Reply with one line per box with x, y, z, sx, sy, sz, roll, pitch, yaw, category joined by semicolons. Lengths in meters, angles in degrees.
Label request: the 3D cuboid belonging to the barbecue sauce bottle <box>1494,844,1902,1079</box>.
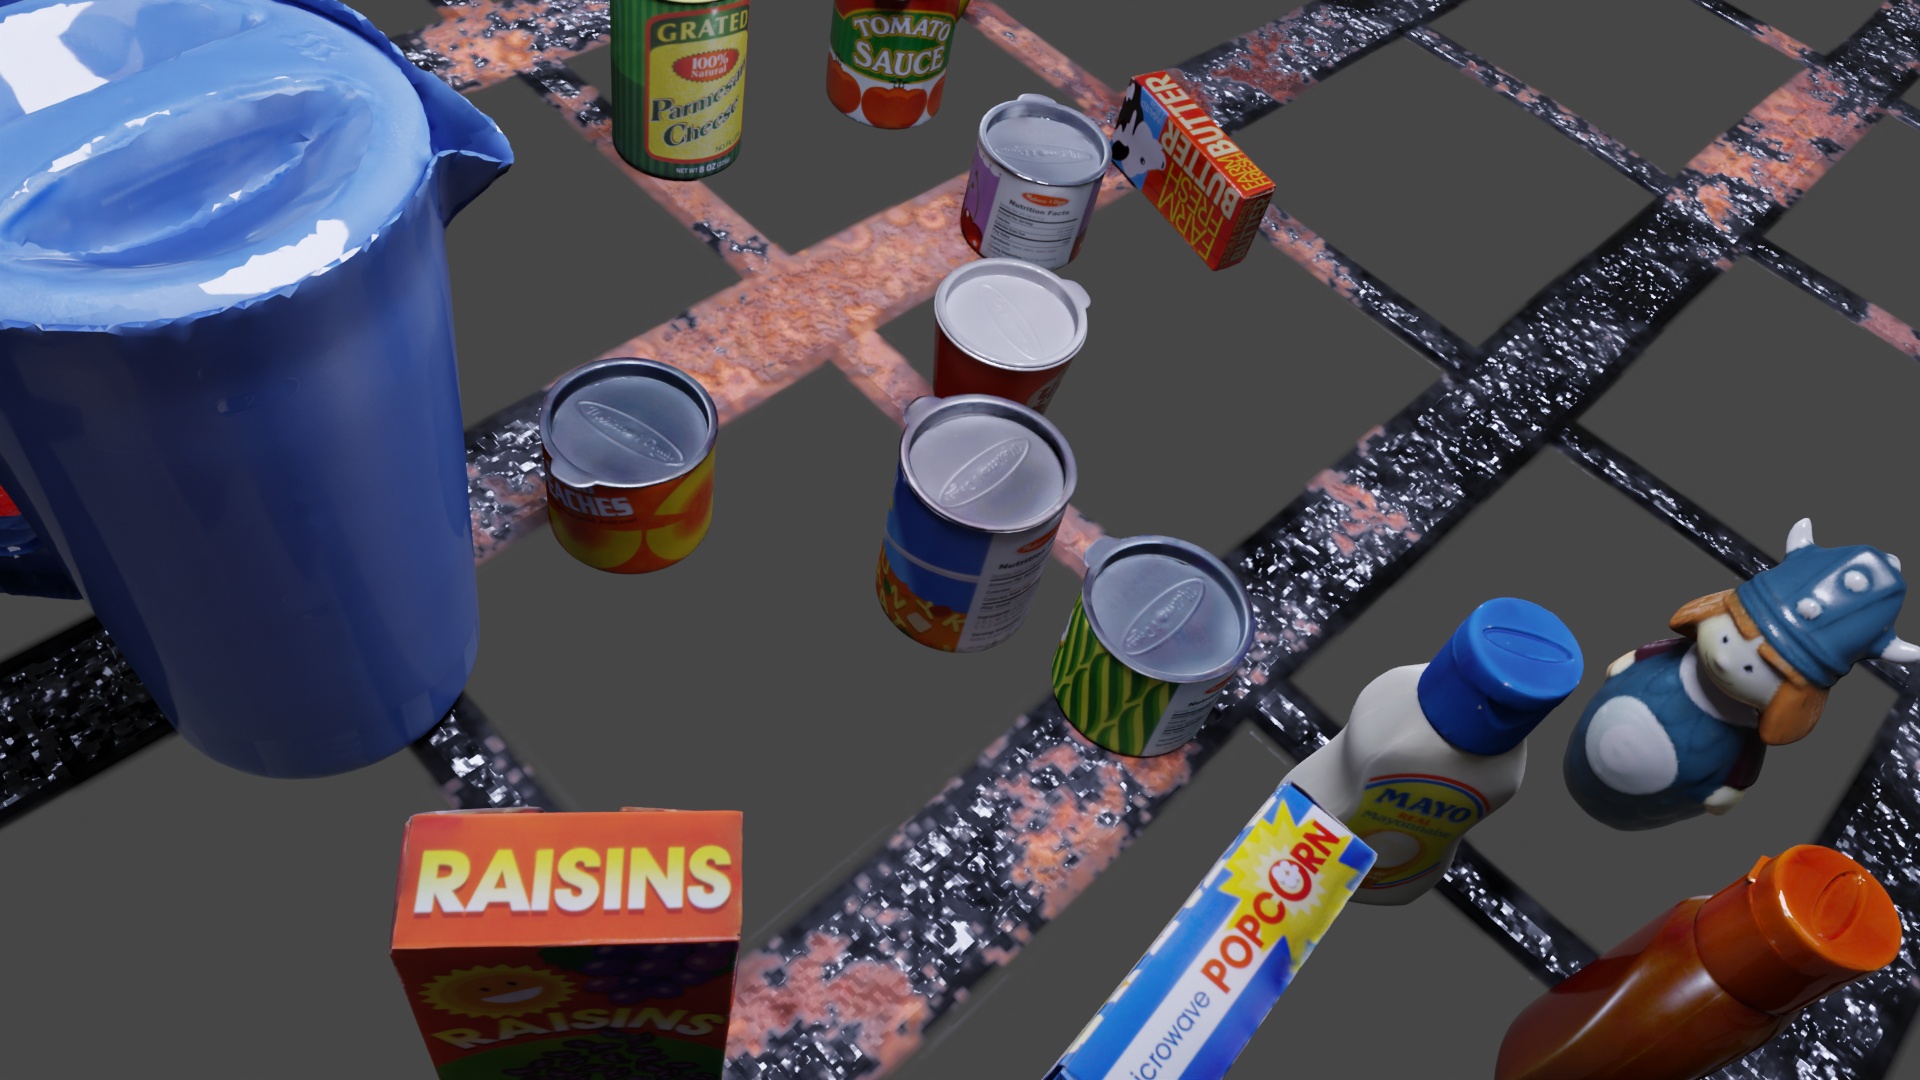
0.225;0.142;0.433;0.065;0.147;0.044;-33;66;-31;barbecue sauce bottle

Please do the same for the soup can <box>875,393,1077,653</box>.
0.002;-0.007;0.541;0.071;0.083;0.072;6;52;-8;soup can

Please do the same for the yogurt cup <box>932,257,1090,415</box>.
0.018;-0.085;0.624;0.072;0.053;0.073;6;52;-8;yogurt cup

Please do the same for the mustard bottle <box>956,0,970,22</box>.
-0.015;-0.357;0.760;0.065;0.159;0.049;28;52;9;mustard bottle

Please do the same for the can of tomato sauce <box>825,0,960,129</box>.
-0.036;-0.271;0.738;0.071;0.082;0.071;6;52;-8;can of tomato sauce

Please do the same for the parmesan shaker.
-0.134;-0.237;0.677;0.071;0.102;0.072;6;52;-8;parmesan shaker

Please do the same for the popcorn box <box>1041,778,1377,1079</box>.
0.071;0.145;0.438;0.038;0.084;0.127;38;55;17;popcorn box

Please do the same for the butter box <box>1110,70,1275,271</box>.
0.120;-0.195;0.732;0.024;0.052;0.104;-20;59;-25;butter box

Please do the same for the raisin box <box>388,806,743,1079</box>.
-0.107;0.120;0.394;0.086;0.122;0.040;2;53;-11;raisin box

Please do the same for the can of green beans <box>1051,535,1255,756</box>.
0.073;0.041;0.536;0.071;0.057;0.071;6;52;-8;can of green beans

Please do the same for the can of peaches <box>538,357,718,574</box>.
-0.131;-0.027;0.544;0.071;0.057;0.071;6;52;-8;can of peaches

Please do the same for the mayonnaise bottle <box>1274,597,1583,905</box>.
0.156;0.075;0.470;0.065;0.147;0.041;15;51;-1;mayonnaise bottle

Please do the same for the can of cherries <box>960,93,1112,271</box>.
0.037;-0.179;0.698;0.071;0.058;0.072;6;52;-8;can of cherries
